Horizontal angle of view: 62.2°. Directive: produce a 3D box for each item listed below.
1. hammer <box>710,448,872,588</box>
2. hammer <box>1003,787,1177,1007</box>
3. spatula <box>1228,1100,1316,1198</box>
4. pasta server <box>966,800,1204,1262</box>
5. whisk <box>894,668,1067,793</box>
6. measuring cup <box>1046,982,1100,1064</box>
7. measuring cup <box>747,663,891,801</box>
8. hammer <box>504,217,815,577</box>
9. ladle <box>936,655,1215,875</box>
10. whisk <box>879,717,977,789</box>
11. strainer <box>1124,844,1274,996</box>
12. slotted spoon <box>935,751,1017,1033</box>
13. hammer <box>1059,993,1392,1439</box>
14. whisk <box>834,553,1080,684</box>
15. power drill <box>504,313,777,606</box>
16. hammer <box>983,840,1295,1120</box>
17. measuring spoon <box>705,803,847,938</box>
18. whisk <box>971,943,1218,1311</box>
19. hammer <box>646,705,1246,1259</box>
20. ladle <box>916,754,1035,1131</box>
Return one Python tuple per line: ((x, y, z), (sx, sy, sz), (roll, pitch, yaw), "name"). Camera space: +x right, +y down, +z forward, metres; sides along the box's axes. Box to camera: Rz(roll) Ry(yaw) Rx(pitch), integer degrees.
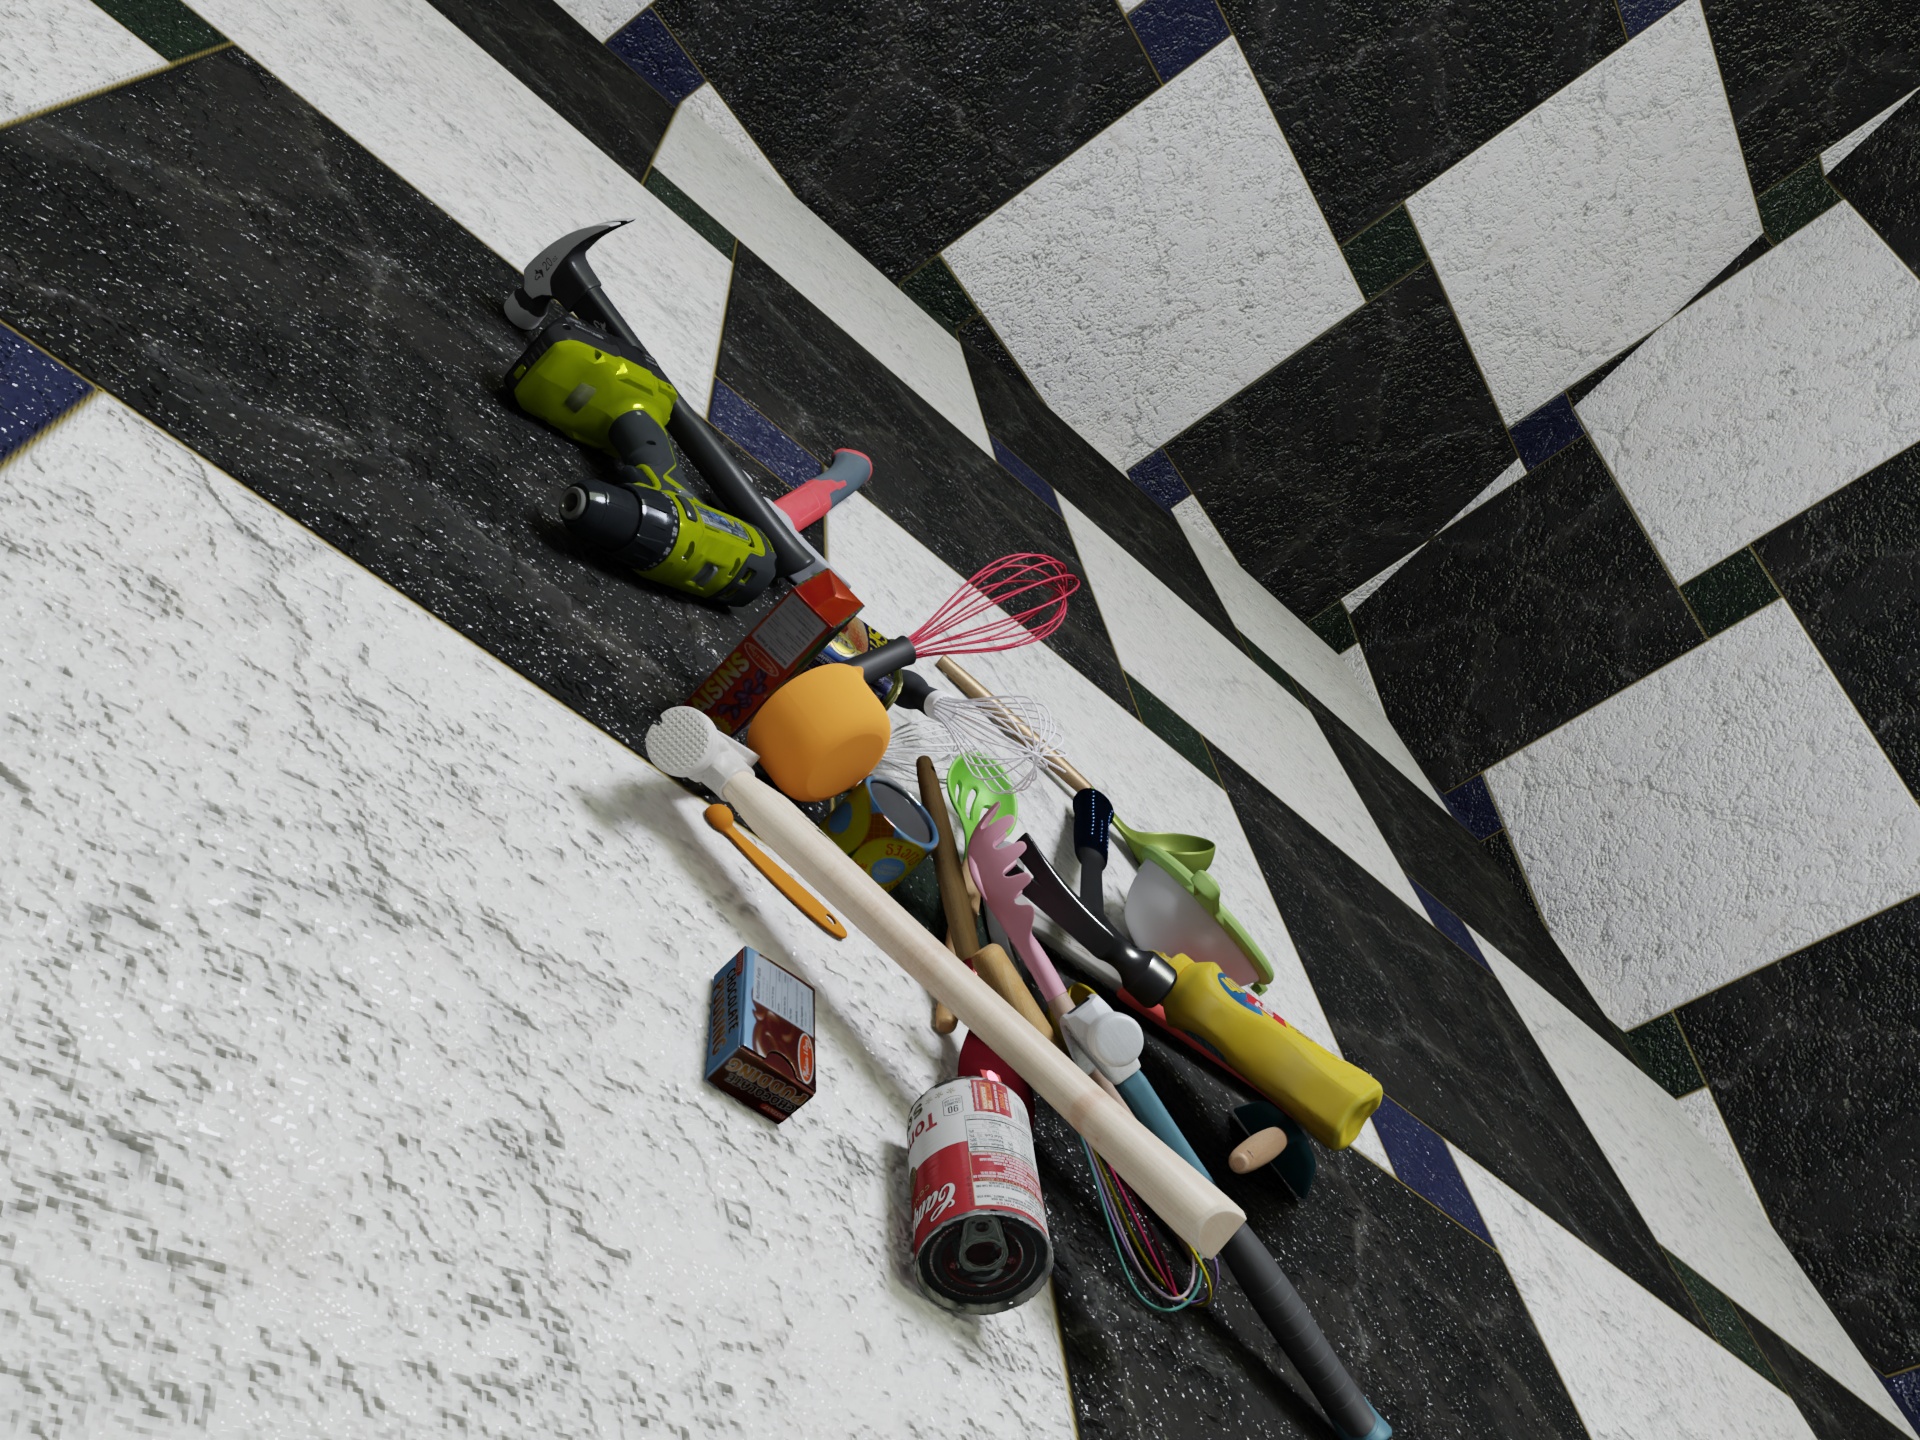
((-0.128, -0.205, 1.542), (0.143, 0.038, 0.386), (45, 18, -6), "hammer")
((0.101, 0.109, 1.269), (0.144, 0.035, 0.405), (41, 10, -3), "hammer")
((0.202, 0.290, 1.065), (0.082, 0.044, 0.317), (52, 8, 20), "spatula")
((0.083, 0.200, 1.032), (0.316, 0.040, 0.060), (61, -11, 11), "pasta server")
((-0.003, -0.004, 1.158), (0.070, 0.070, 0.285), (36, -4, -26), "whisk")
((0.099, 0.253, 1.072), (0.062, 0.029, 0.157), (21, 42, -52), "measuring cup")
((-0.078, 0.029, 1.066), (0.052, 0.095, 0.173), (50, -4, 28), "measuring cup")
((-0.233, -0.257, 1.314), (0.334, 0.146, 0.035), (52, 37, -5), "hammer")
((0.108, 0.040, 1.497), (0.320, 0.062, 0.078), (42, 11, -2), "ladle")
((-0.065, 0.022, 1.173), (0.246, 0.059, 0.058), (4, 72, -58), "whisk")
((0.177, 0.165, 1.265), (0.151, 0.069, 0.256), (47, -4, 16), "strainer")
((0.004, 0.115, 1.115), (0.070, 0.031, 0.314), (41, 24, -15), "slotted spoon")
((0.160, 0.304, 0.952), (0.331, 0.033, 0.128), (57, -9, -4), "hammer")
((-0.025, -0.060, 1.196), (0.296, 0.073, 0.073), (-26, 67, -31), "whisk")
((-0.250, -0.192, 1.184), (0.190, 0.080, 0.229), (17, 36, -56), "power drill")
((0.158, 0.227, 1.225), (0.358, 0.036, 0.149), (36, 20, -25), "hammer")
((-0.110, 0.091, 0.971), (0.117, 0.011, 0.021), (44, 18, -4), "measuring spoon")
((0.074, 0.241, 0.938), (0.245, 0.051, 0.047), (58, -6, 3), "whisk")
((-0.008, 0.143, 0.895), (0.411, 0.038, 0.146), (41, -3, 12), "hammer")
((0.002, 0.137, 1.018), (0.069, 0.031, 0.316), (39, 25, -39), "ladle")
